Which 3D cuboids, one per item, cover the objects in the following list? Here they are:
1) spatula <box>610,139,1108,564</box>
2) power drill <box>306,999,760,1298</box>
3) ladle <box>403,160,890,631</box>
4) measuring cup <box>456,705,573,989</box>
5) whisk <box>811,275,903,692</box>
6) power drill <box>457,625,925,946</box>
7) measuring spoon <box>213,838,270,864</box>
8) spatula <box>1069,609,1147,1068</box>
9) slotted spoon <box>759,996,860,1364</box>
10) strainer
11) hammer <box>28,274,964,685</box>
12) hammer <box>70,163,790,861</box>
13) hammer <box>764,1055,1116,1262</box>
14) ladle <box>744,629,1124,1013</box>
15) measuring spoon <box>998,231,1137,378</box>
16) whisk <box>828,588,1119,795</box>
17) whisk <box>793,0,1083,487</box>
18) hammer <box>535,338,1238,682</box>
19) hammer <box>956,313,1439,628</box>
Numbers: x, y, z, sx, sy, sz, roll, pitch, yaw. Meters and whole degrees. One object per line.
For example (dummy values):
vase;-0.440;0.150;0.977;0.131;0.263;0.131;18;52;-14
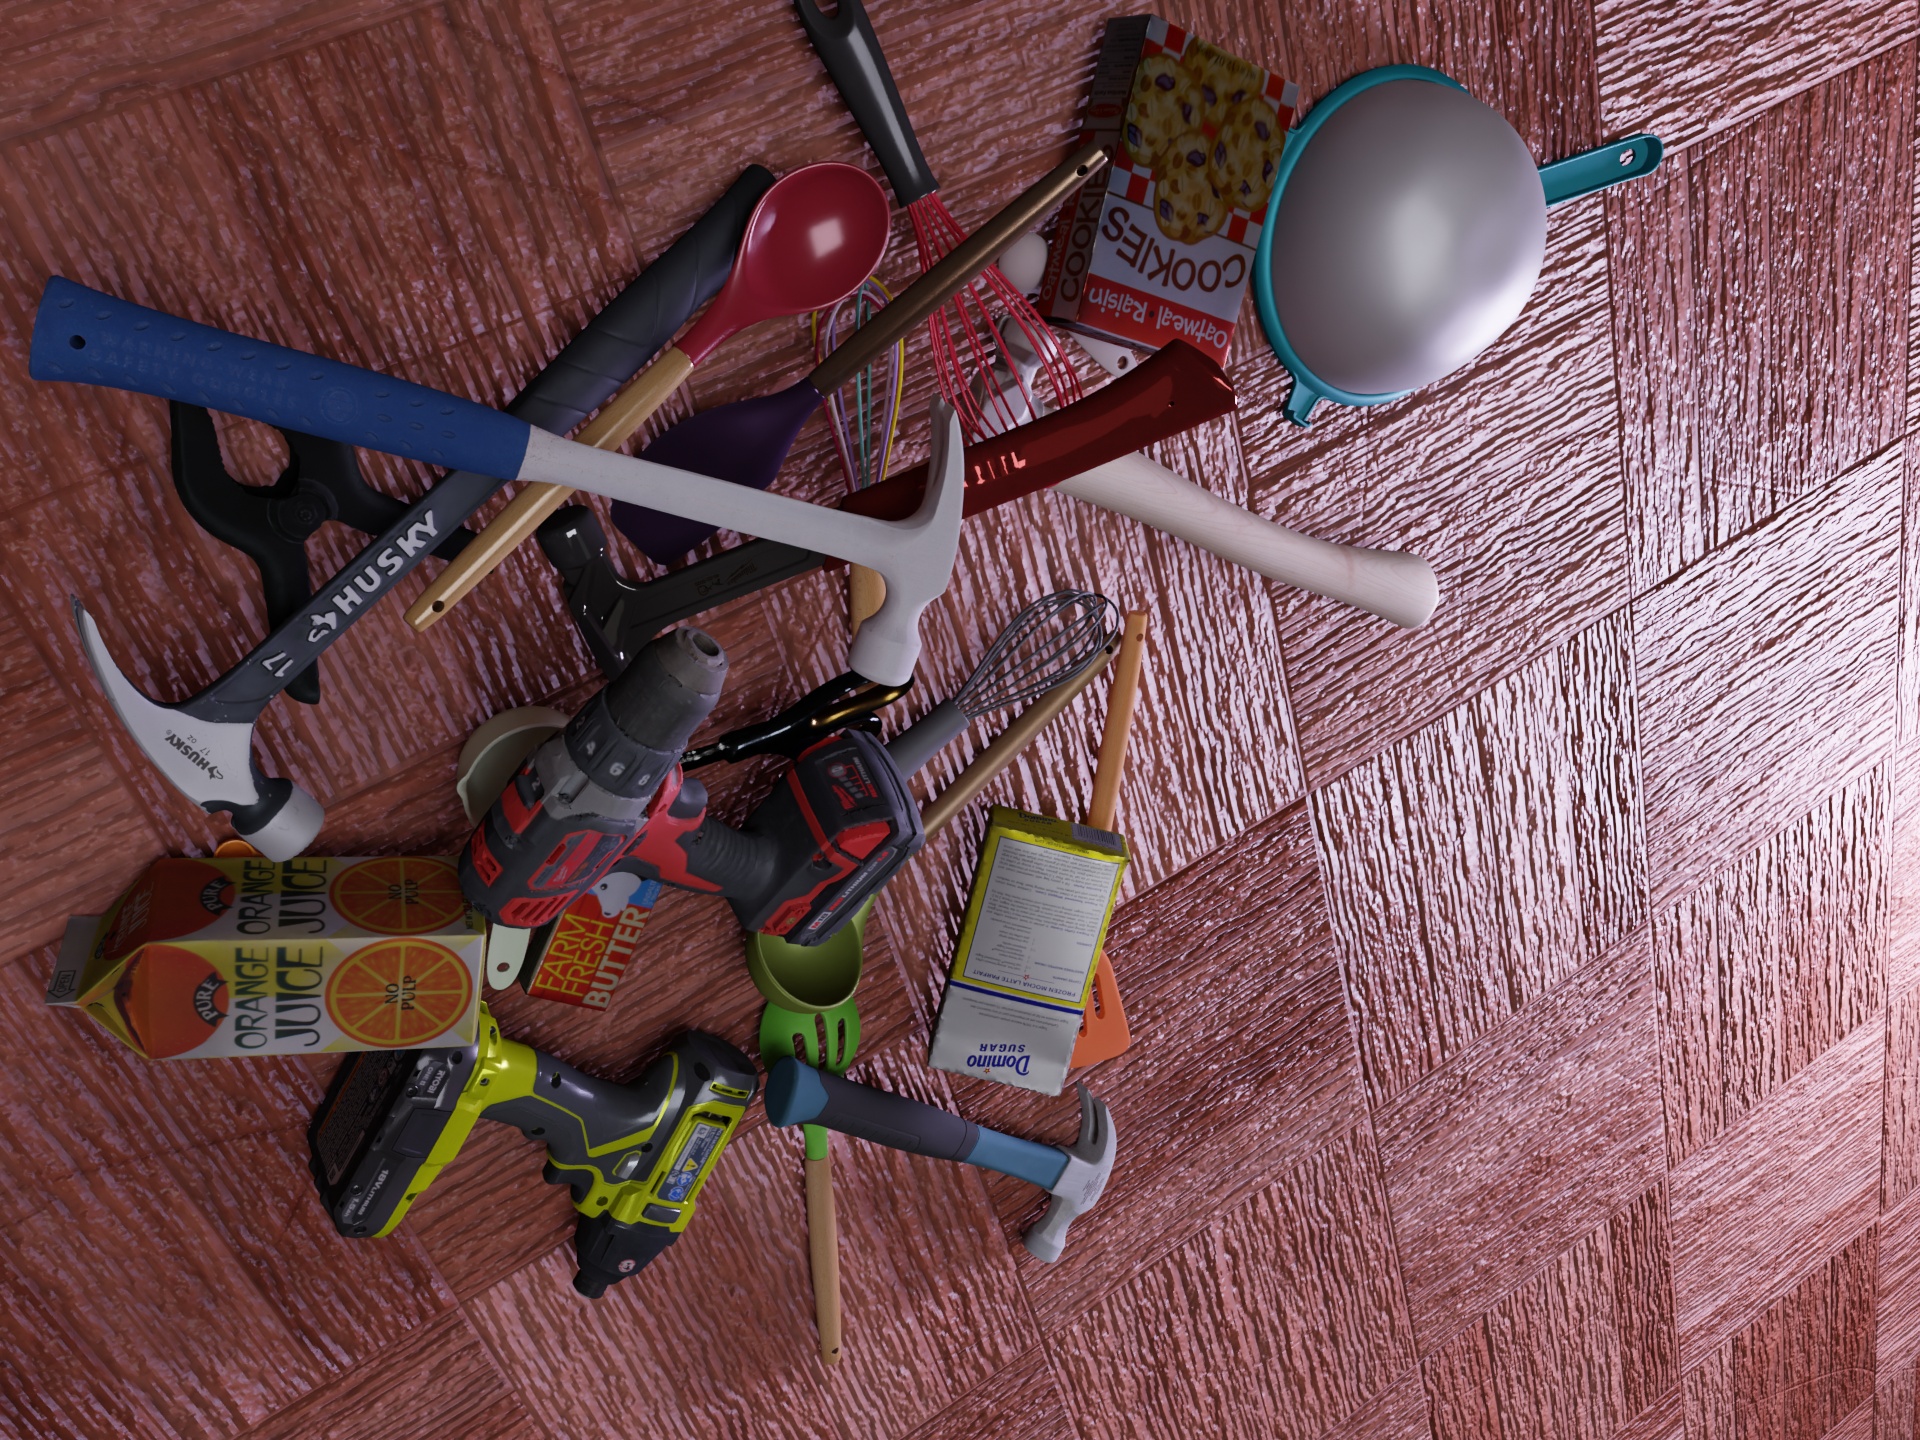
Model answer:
spatula;-0.055;-0.189;0.812;0.316;0.018;0.059;-36;120;14
power drill;-0.243;0.245;0.911;0.223;0.080;0.171;27;95;-38
ladle;-0.151;-0.157;0.771;0.315;0.031;0.069;-48;126;-13
measuring cup;-0.241;0.068;0.865;0.083;0.038;0.167;3;116;-30
whisk;-0.056;-0.128;0.893;0.047;0.051;0.244;-3;117;-7
power drill;-0.123;0.039;0.826;0.226;0.080;0.188;13;129;-48
measuring spoon;-0.333;0.084;0.833;0.116;0.011;0.021;25;96;-39
spatula;0.096;0.083;1.056;0.081;0.041;0.322;-5;115;-28
slotted spoon;-0.092;0.307;1.054;0.070;0.031;0.313;-15;118;-28
strainer;0.347;-0.318;1.011;0.340;0.095;0.210;-23;119;-19
hammer;-0.184;-0.124;0.715;0.405;0.035;0.144;12;109;-24
hammer;-0.229;-0.126;0.760;0.409;0.036;0.149;-48;130;-15
hammer;-0.007;0.282;1.068;0.330;0.033;0.128;30;92;-43
ladle;-0.007;0.054;0.983;0.320;0.062;0.078;-44;100;-11
measuring spoon;0.069;-0.237;0.929;0.124;0.018;0.034;36;89;-36
whisk;-0.001;-0.002;0.968;0.239;0.055;0.055;-39;124;-6
whisk;-0.013;-0.254;0.829;0.073;0.073;0.295;-32;108;-15
hammer;-0.028;-0.103;0.831;0.359;0.037;0.149;-21;124;6
hammer;0.160;-0.117;1.021;0.410;0.038;0.146;16;102;-34
